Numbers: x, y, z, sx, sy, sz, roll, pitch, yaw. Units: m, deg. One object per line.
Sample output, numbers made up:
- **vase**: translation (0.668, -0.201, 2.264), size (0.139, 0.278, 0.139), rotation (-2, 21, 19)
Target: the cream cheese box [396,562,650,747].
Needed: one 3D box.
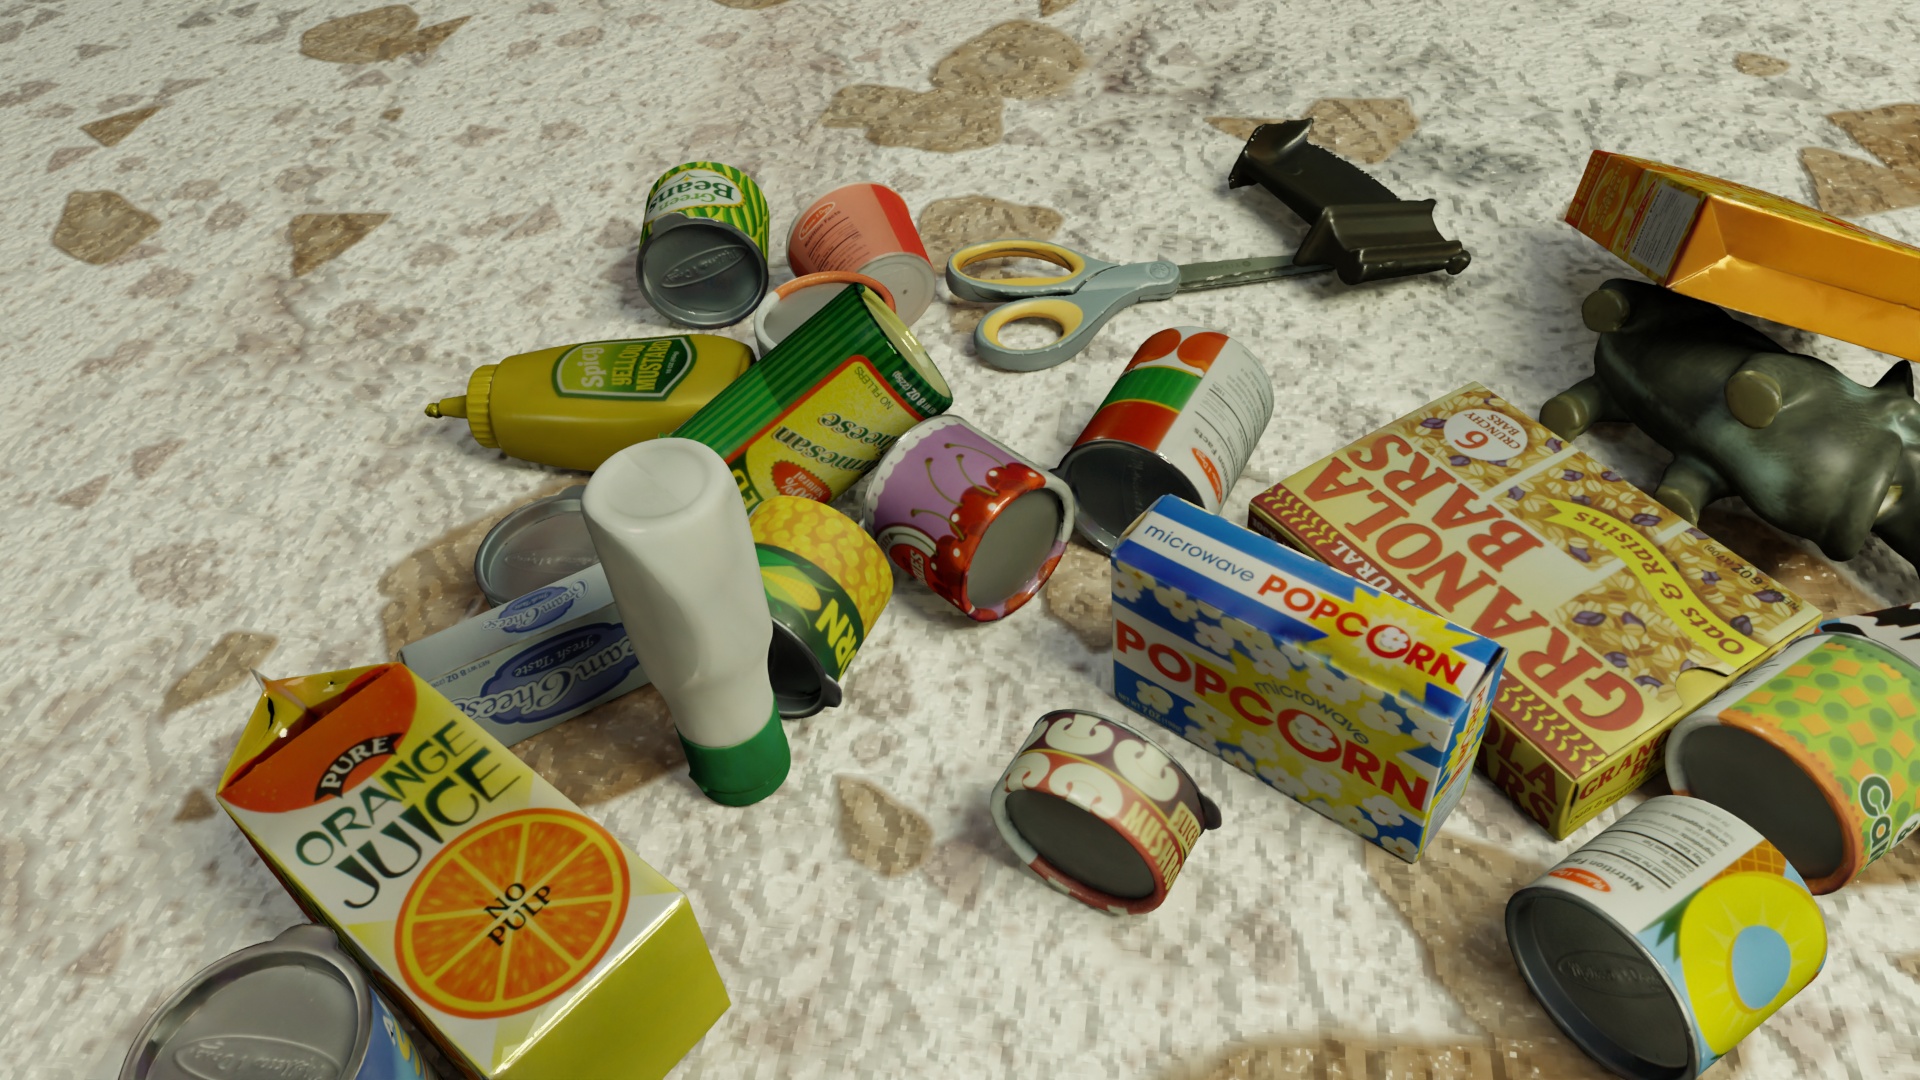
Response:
- **cream cheese box**: translation (-0.155, 0.044, 0.534), size (0.104, 0.053, 0.024), rotation (-25, 50, -17)

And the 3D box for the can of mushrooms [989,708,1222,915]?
- **can of mushrooms**: translation (0.047, 0.090, 0.455), size (0.071, 0.070, 0.034), rotation (21, 52, 25)

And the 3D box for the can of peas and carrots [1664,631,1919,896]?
- **can of peas and carrots**: translation (0.276, 0.073, 0.446), size (0.059, 0.070, 0.071), rotation (-27, 49, -18)

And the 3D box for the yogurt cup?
- **yogurt cup**: translation (-0.047, -0.137, 0.695), size (0.072, 0.072, 0.054), rotation (-21, 55, -13)

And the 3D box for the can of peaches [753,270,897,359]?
- **can of peaches**: translation (-0.057, -0.084, 0.645), size (0.071, 0.057, 0.071), rotation (-4, 45, 4)

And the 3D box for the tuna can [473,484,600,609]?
- **tuna can**: translation (-0.164, 0.012, 0.580), size (0.071, 0.032, 0.071), rotation (-3, 45, 3)

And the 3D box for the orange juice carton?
- **orange juice carton**: translation (-0.172, 0.109, 0.459), size (0.193, 0.071, 0.073), rotation (29, 54, 30)

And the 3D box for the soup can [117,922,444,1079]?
- **soup can**: translation (-0.186, 0.163, 0.399), size (0.071, 0.083, 0.072), rotation (-3, 45, 3)

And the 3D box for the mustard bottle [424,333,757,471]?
- **mustard bottle**: translation (-0.174, -0.063, 0.644), size (0.160, 0.048, 0.066), rotation (-1, 44, 5)

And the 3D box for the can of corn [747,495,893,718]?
- **can of corn**: translation (-0.064, 0.026, 0.533), size (0.071, 0.070, 0.058), rotation (14, 49, 20)

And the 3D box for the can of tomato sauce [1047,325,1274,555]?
- **can of tomato sauce**: translation (0.085, -0.040, 0.581), size (0.071, 0.070, 0.083), rotation (17, 49, 22)

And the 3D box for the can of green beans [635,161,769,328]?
- **can of green beans**: translation (-0.131, -0.153, 0.716), size (0.071, 0.071, 0.058), rotation (-7, 45, 0)

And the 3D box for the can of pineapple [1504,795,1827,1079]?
- **can of pineapple**: translation (0.208, 0.119, 0.411), size (0.058, 0.070, 0.071), rotation (-27, 49, -19)

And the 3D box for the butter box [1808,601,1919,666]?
- **butter box**: translation (0.339, 0.067, 0.474), size (0.053, 0.024, 0.104), rotation (-10, 45, -4)

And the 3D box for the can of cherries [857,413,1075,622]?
- **can of cherries**: translation (0.002, -0.007, 0.559), size (0.072, 0.071, 0.058), rotation (-37, 54, -27)

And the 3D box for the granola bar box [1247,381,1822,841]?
- **granola bar box**: translation (0.209, 0.016, 0.529), size (0.124, 0.038, 0.166), rotation (-27, 48, -18)

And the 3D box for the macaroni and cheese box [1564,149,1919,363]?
- **macaroni and cheese box**: translation (0.340, -0.123, 0.586), size (0.124, 0.040, 0.167), rotation (18, 24, 3)

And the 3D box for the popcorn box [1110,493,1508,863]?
- **popcorn box**: translation (0.113, 0.046, 0.478), size (0.127, 0.084, 0.038), rotation (27, 56, 29)

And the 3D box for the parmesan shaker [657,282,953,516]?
- **parmesan shaker**: translation (-0.063, -0.052, 0.576), size (0.103, 0.071, 0.071), rotation (-38, 46, 11)

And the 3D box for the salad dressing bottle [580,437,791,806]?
- **salad dressing bottle**: translation (-0.087, 0.034, 0.470), size (0.044, 0.146, 0.064), rotation (-35, 52, -26)
